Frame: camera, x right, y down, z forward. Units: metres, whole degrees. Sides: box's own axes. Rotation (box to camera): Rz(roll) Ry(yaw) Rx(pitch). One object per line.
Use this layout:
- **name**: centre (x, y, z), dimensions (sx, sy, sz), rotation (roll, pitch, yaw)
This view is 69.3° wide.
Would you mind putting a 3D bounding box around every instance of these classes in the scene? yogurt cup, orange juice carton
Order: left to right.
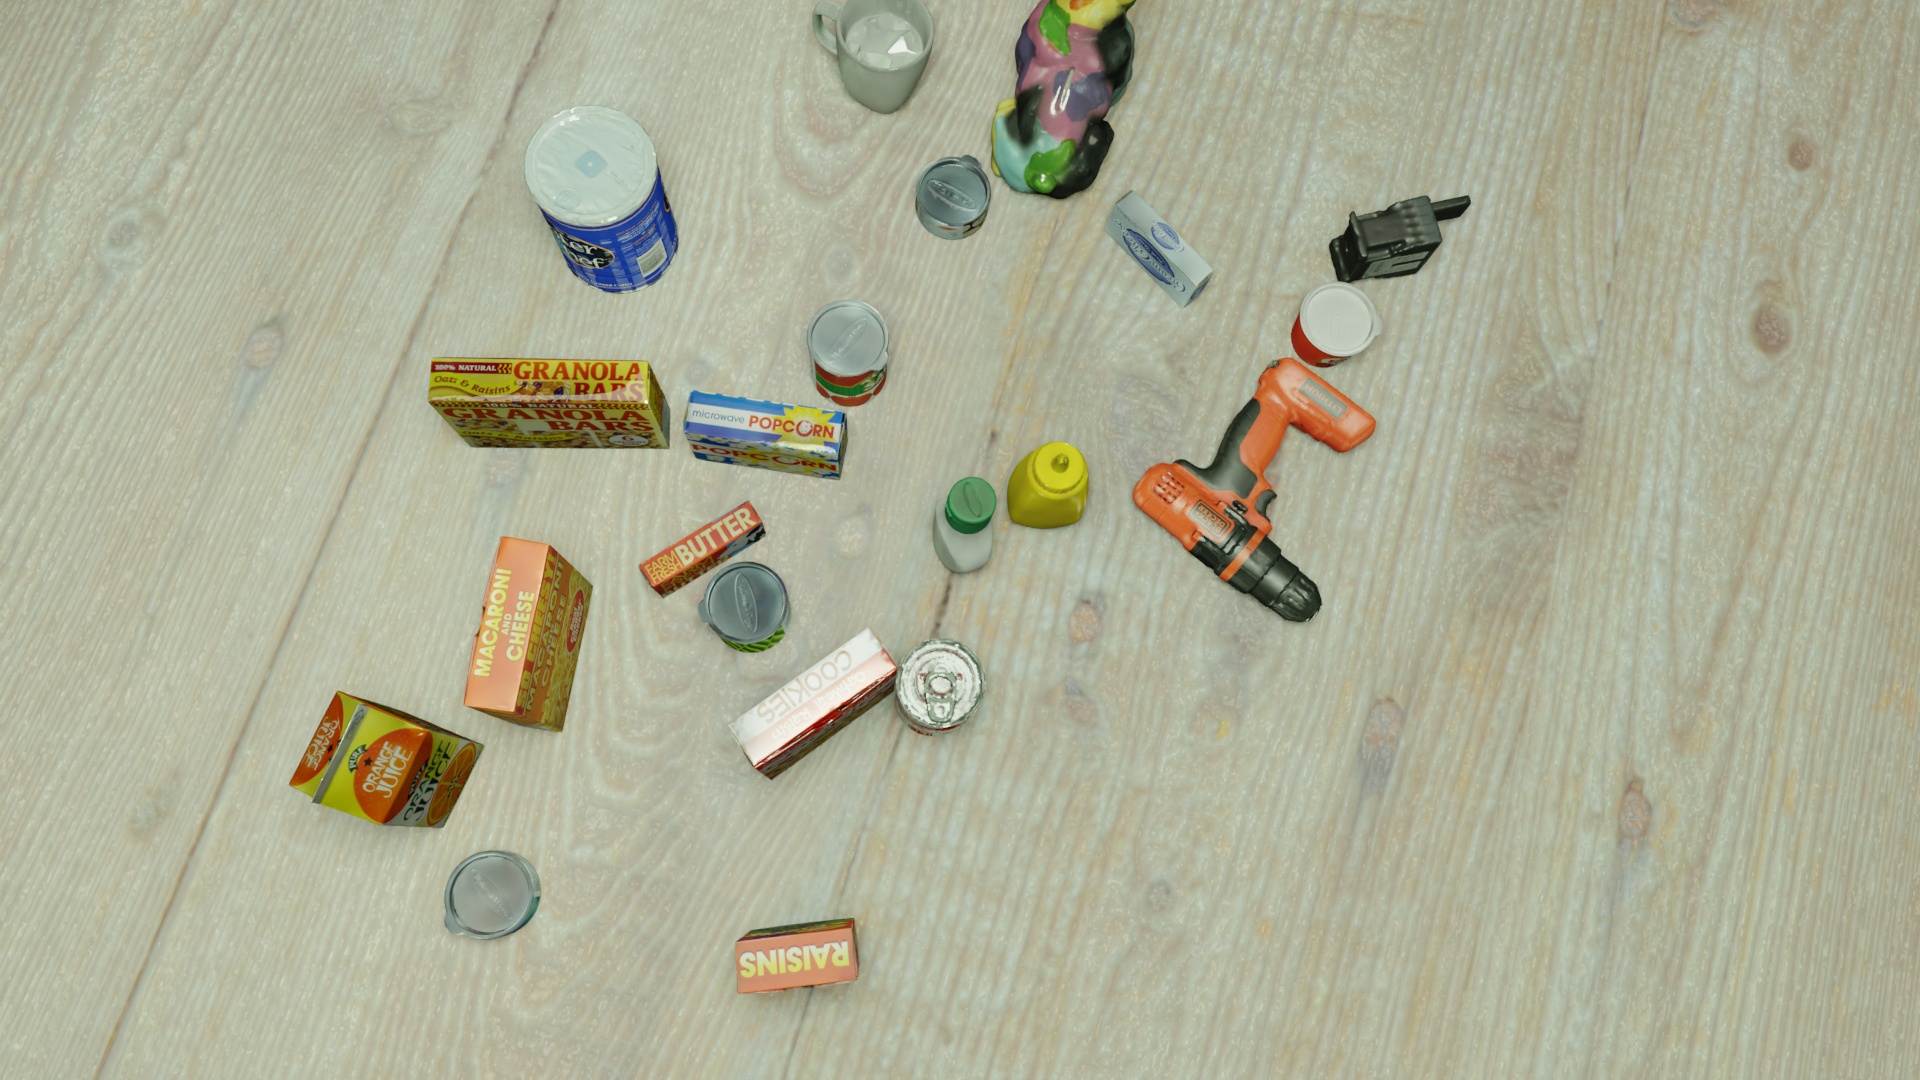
- **orange juice carton**: centre (-0.418, 0.160, 1.007), dimensions (0.073, 0.192, 0.072), rotation (23, 77, 1)
- **yogurt cup**: centre (0.323, -0.185, 1.213), dimensions (0.072, 0.054, 0.072), rotation (1, 77, -4)

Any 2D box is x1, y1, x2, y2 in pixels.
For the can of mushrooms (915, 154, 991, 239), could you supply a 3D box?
- **can of mushrooms**: centre (-0.006, -0.304, 1.227), dimensions (0.071, 0.033, 0.071), rotation (1, 77, -4)

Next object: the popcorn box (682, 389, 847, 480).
- **popcorn box**: centre (-0.158, -0.086, 1.139), dimensions (0.127, 0.085, 0.038), rotation (8, 77, -2)

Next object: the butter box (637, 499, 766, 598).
- **butter box**: centre (-0.208, 0.008, 1.129), dimensions (0.104, 0.053, 0.024), rotation (-32, 81, -10)

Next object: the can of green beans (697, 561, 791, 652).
- **can of green beans**: centre (-0.170, 0.055, 1.119), dimensions (0.071, 0.057, 0.071), rotation (1, 77, -4)

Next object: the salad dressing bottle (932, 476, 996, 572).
- **salad dressing bottle**: centre (0.004, -0.014, 1.101), dimensions (0.044, 0.147, 0.064), rotation (-18, 79, -8)

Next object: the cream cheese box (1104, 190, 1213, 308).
- **cream cheese box**: centre (0.174, -0.255, 1.219), dimensions (0.024, 0.053, 0.104), rotation (-42, 83, -11)

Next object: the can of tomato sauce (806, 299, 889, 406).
- **can of tomato sauce**: centre (-0.092, -0.154, 1.161), dimensions (0.071, 0.083, 0.071), rotation (1, 77, -4)

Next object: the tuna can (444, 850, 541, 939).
- **tuna can**: centre (-0.360, 0.273, 1.066), dimensions (0.071, 0.032, 0.071), rotation (1, 77, -4)

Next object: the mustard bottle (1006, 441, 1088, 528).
- **mustard bottle**: centre (0.074, -0.047, 1.108), dimensions (0.065, 0.160, 0.049), rotation (1, 77, -4)

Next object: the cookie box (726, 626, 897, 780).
- **cookie box**: centre (-0.108, 0.127, 1.050), dimensions (0.123, 0.167, 0.040), rotation (-35, 82, -11)

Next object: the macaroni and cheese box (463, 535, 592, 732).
- **macaroni and cheese box**: centre (-0.323, 0.075, 1.047), dimensions (0.040, 0.166, 0.124), rotation (8, 77, -2)

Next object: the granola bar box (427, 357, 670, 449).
- **granola bar box**: centre (-0.323, -0.109, 1.112), dimensions (0.166, 0.124, 0.039), rotation (0, 77, -4)

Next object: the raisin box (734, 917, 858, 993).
- **raisin box**: centre (-0.119, 0.307, 1.029), dimensions (0.086, 0.123, 0.040), rotation (-5, 78, -5)
